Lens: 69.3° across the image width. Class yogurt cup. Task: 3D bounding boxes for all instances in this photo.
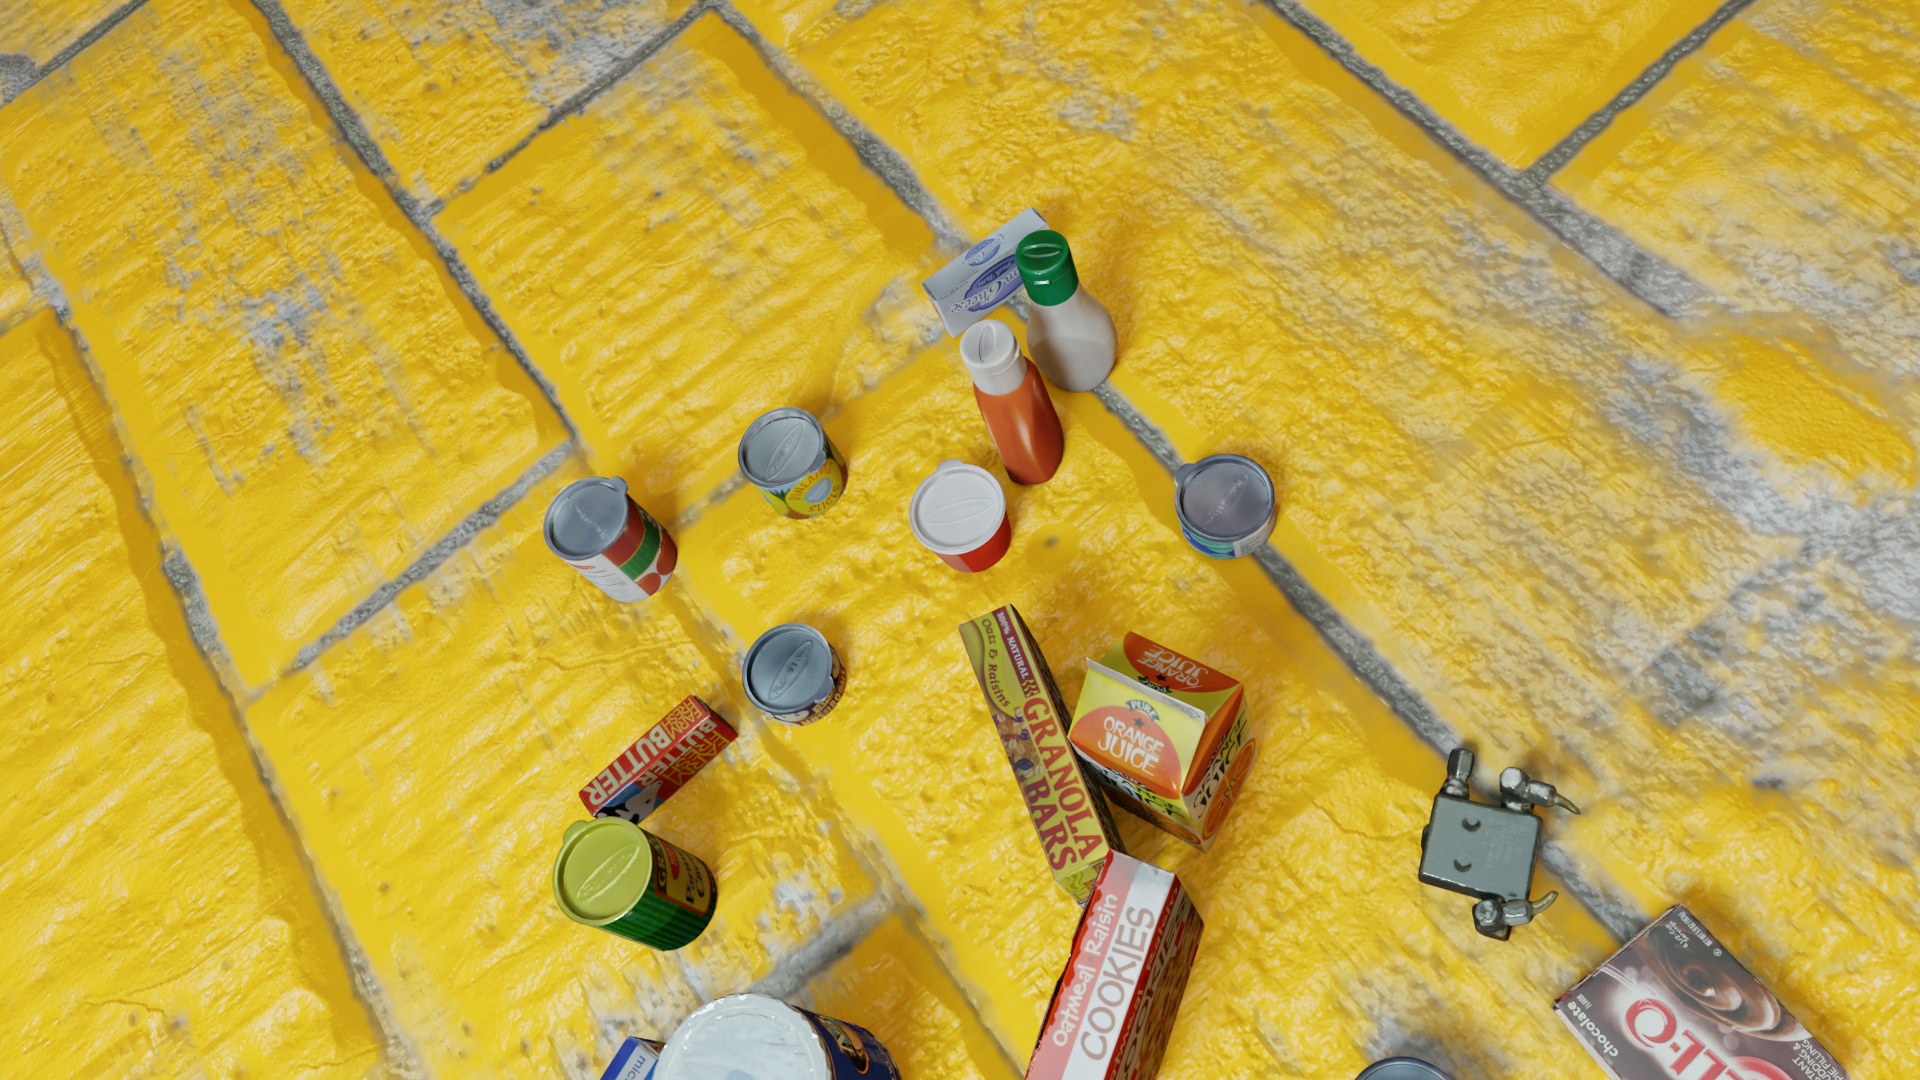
[{"bbox_3d":[0.003,-0.012,0.970,0.072,0.053,0.072,-6,64,13],"label":"yogurt cup"}]

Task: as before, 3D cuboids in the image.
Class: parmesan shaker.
[{"bbox_3d":[-0.207,0.219,0.891,0.071,0.102,0.071,-6,64,13],"label":"parmesan shaker"}]

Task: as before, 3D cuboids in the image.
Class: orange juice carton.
[{"bbox_3d":[0.118,0.113,0.799,0.072,0.192,0.073,25,75,25],"label":"orange juice carton"}]

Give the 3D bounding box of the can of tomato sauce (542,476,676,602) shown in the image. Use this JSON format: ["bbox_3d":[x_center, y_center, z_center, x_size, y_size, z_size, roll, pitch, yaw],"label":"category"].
[{"bbox_3d":[-0.254,-0.001,1.020,0.071,0.083,0.071,-6,64,13],"label":"can of tomato sauce"}]

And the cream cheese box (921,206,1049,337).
[{"bbox_3d":[0.024,-0.203,1.055,0.104,0.053,0.024,-36,61,-3],"label":"cream cheese box"}]

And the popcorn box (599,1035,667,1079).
[{"bbox_3d":[-0.202,0.365,0.830,0.038,0.085,0.127,26,75,25],"label":"popcorn box"}]

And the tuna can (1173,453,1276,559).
[{"bbox_3d":[0.177,-0.024,0.938,0.071,0.032,0.071,-6,64,13],"label":"tuna can"}]

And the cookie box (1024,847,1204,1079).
[{"bbox_3d":[0.089,0.248,0.758,0.040,0.167,0.123,15,71,22],"label":"cookie box"}]

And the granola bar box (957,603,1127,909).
[{"bbox_3d":[0.056,0.135,0.845,0.039,0.124,0.166,-24,61,4],"label":"granola bar box"}]

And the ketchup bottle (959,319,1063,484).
[{"bbox_3d":[0.036,-0.096,0.946,0.043,0.148,0.065,0,66,16],"label":"ketchup bottle"}]

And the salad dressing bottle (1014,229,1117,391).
[{"bbox_3d":[0.071,-0.158,0.966,0.064,0.147,0.044,0,66,16],"label":"salad dressing bottle"}]

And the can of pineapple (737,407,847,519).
[{"bbox_3d":[-0.121,-0.055,1.023,0.071,0.057,0.071,-6,64,13],"label":"can of pineapple"}]

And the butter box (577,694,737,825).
[{"bbox_3d":[-0.206,0.153,0.950,0.103,0.053,0.024,-41,62,-6],"label":"butter box"}]

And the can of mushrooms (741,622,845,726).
[{"bbox_3d":[-0.113,0.095,0.963,0.071,0.033,0.071,-6,64,13],"label":"can of mushrooms"}]

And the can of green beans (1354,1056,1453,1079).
[{"bbox_3d":[0.240,0.315,0.746,0.071,0.057,0.071,-6,64,13],"label":"can of green beans"}]
